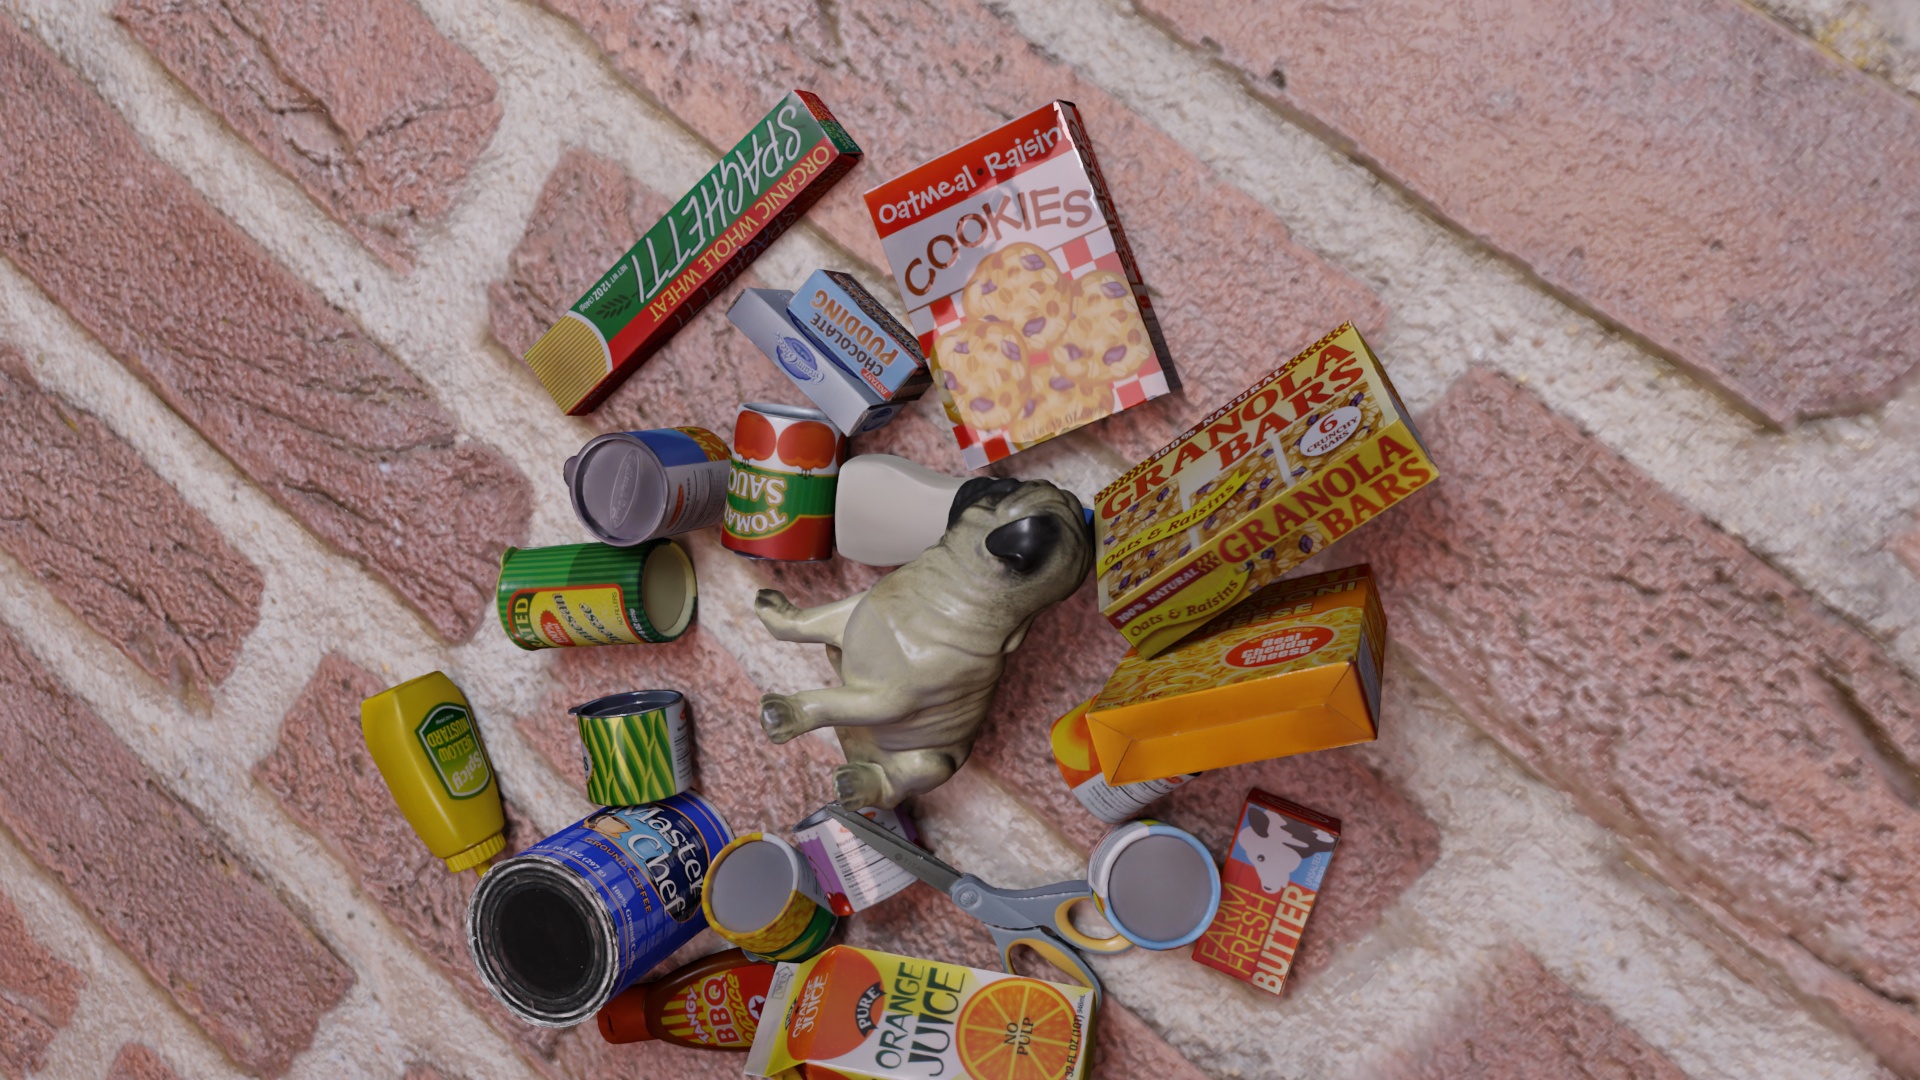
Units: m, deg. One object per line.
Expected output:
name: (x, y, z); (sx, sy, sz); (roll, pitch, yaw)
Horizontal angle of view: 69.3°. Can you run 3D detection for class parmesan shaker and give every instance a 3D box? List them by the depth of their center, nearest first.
parmesan shaker: (-0.227, 0.032, 0.864); (0.103, 0.071, 0.071); (-4, 96, 21)

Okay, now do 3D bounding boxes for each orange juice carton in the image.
orange juice carton: (-0.022, 0.287, 0.790); (0.193, 0.072, 0.072); (7, 137, 11)

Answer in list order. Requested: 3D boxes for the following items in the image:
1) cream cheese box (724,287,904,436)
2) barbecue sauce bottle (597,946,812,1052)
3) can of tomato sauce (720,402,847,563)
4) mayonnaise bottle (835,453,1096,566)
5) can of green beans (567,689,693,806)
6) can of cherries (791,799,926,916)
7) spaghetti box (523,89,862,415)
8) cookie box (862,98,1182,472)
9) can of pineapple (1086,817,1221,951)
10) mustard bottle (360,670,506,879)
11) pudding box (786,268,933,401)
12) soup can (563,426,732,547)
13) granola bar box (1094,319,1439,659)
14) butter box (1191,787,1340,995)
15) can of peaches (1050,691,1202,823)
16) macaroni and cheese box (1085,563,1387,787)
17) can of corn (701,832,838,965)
cream cheese box: (-0.083, -0.105, 0.803); (0.104, 0.053, 0.024); (45, 112, 9)
barbecue sauce bottle: (-0.162, 0.297, 0.890); (0.148, 0.044, 0.065); (-14, 90, 21)
can of tomato sauce: (-0.104, -0.034, 0.811); (0.071, 0.071, 0.083); (12, 101, 18)
mayonnaise bottle: (0.003, -0.010, 0.792); (0.148, 0.041, 0.064); (9, 107, 17)
can of green beans: (-0.204, 0.129, 0.871); (0.071, 0.071, 0.057); (-3, 97, 20)
can of cherries: (-0.058, 0.182, 0.828); (0.071, 0.071, 0.058); (-28, 89, 21)
spaghetti box: (-0.165, -0.169, 0.837); (0.249, 0.029, 0.050); (-38, 85, 20)
cookie box: (0.034, -0.138, 0.764); (0.123, 0.040, 0.167); (-21, 91, 21)
can of pineapple: (0.107, 0.188, 0.759); (0.071, 0.058, 0.071); (0, 82, -1)
mustard bottle: (-0.342, 0.169, 0.930); (0.048, 0.065, 0.160); (-21, 96, 27)
pudding box: (-0.054, -0.116, 0.792); (0.084, 0.050, 0.030); (45, 108, 9)
soup can: (-0.184, -0.035, 0.832); (0.071, 0.084, 0.071); (3, 98, 20)
granola bar box: (0.144, -0.027, 0.692); (0.165, 0.125, 0.039); (-35, 112, 21)
butter box: (0.169, 0.194, 0.767); (0.053, 0.024, 0.103); (20, 103, 16)
can of peaches: (0.091, 0.112, 0.764); (0.058, 0.071, 0.071); (-36, 85, 21)
macaroni and cheese box: (0.142, 0.063, 0.682); (0.123, 0.167, 0.040); (-14, 99, 21)
can of corn: (-0.116, 0.218, 0.839); (0.071, 0.058, 0.071); (-10, 57, 16)
